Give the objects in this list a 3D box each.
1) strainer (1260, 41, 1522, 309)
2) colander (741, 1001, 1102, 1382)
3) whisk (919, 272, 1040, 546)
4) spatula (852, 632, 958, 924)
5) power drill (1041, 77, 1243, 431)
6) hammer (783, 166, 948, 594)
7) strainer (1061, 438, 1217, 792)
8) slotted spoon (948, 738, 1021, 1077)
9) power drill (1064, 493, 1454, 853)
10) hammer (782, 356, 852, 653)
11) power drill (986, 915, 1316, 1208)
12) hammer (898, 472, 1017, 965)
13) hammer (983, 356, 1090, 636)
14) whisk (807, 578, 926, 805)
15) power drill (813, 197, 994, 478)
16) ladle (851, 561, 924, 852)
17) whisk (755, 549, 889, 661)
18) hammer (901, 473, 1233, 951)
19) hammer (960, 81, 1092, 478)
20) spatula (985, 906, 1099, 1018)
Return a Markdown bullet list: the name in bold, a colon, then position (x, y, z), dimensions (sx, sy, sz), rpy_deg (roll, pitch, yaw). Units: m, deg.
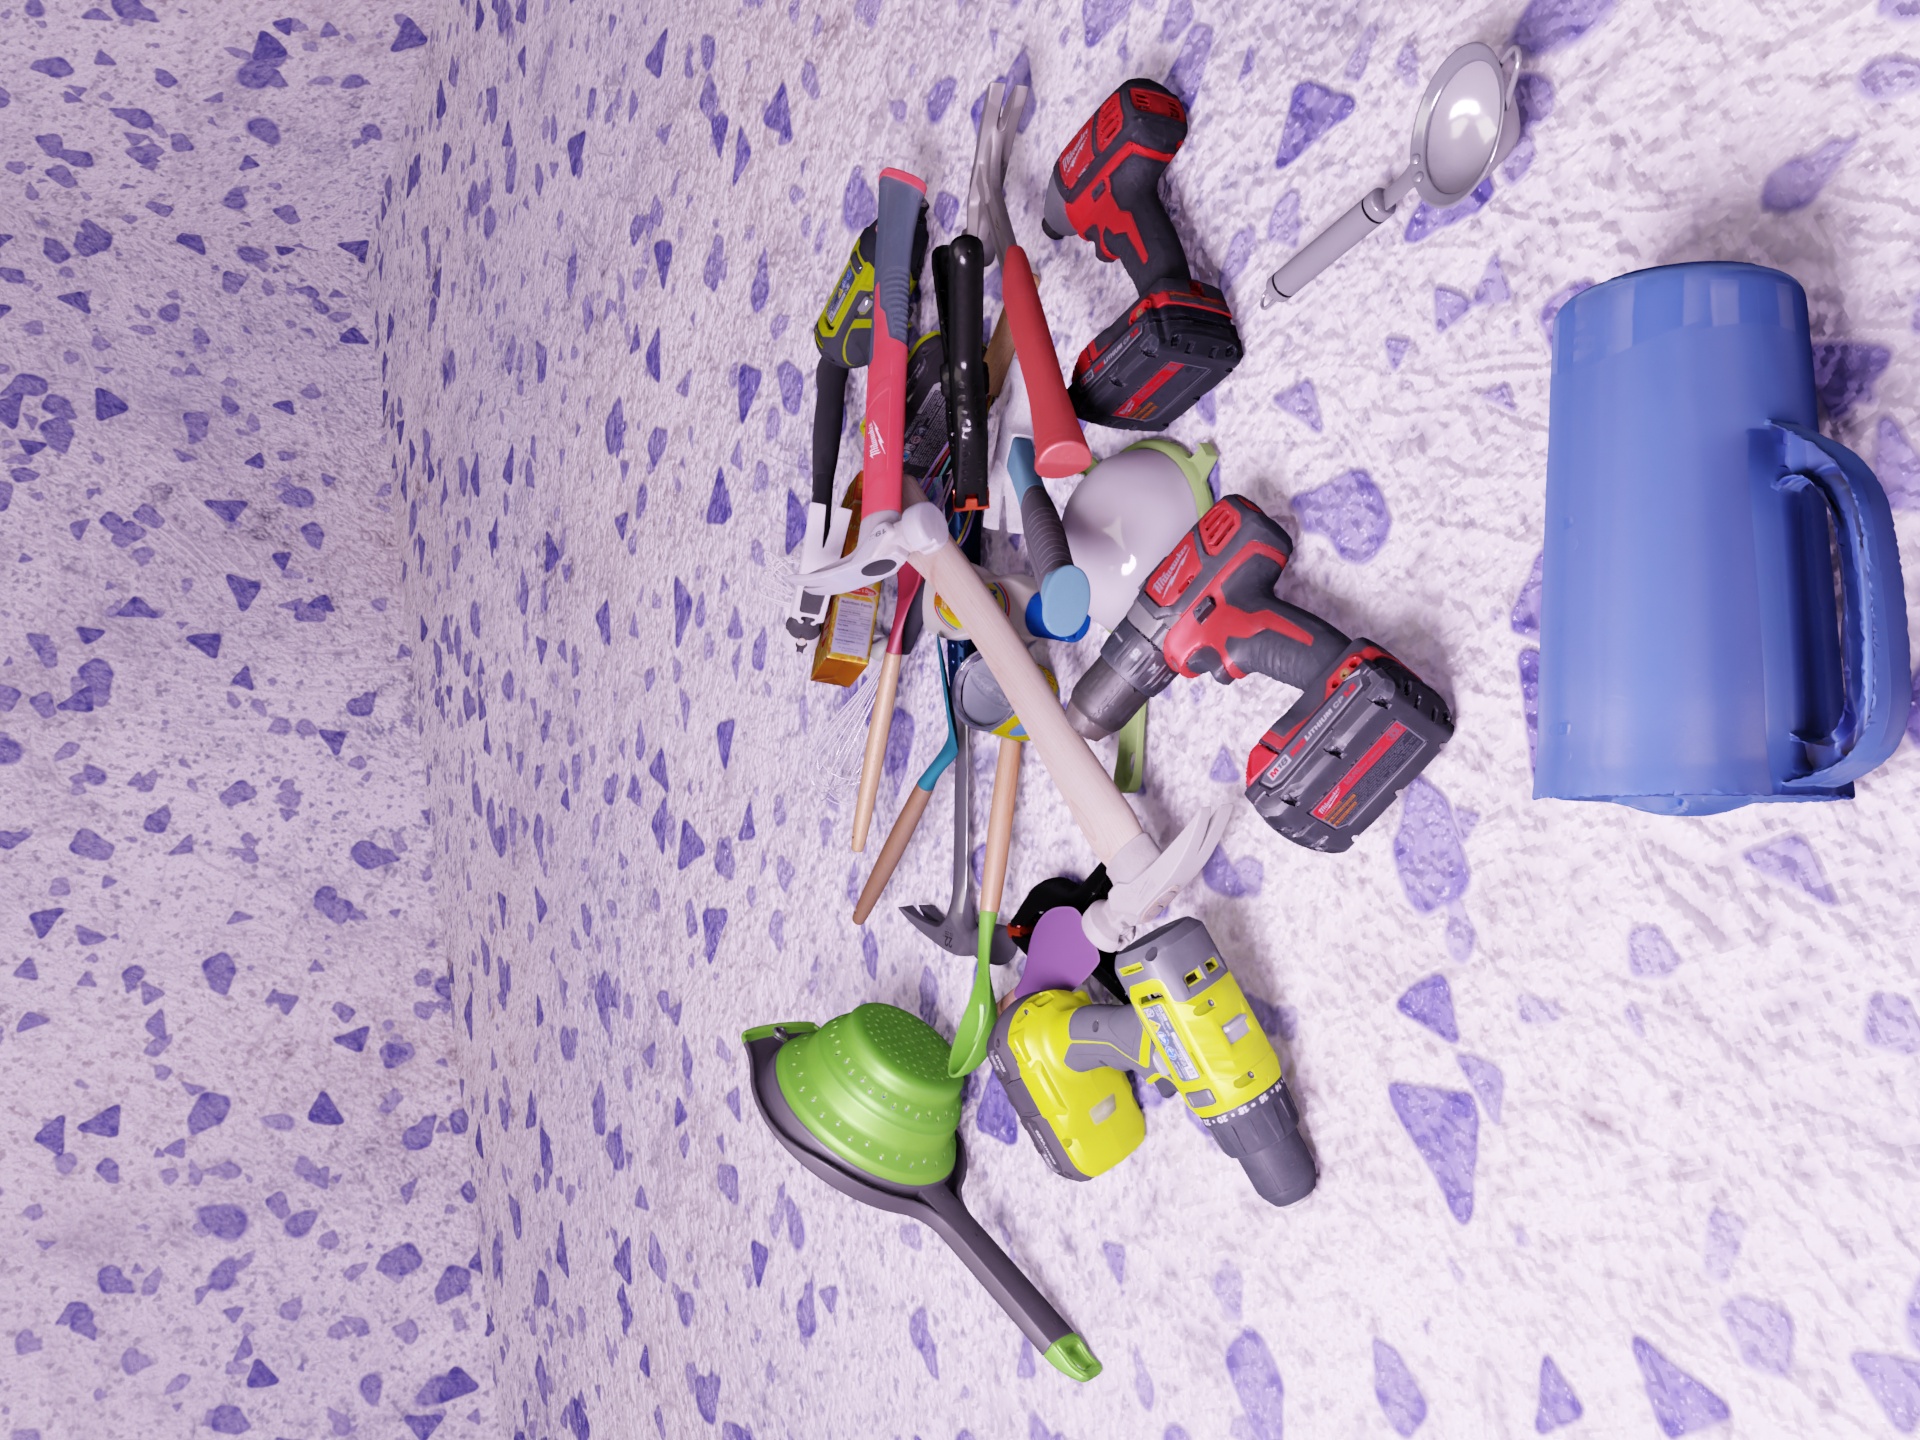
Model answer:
- **strainer**: position (0.252, -0.307, 0.932), dimensions (0.258, 0.050, 0.087), rpy_deg (149, 122, -61)
- **colander**: position (-0.011, 0.351, 1.285), dimensions (0.397, 0.204, 0.094), rpy_deg (42, 108, 28)
- **whisk**: position (0.009, -0.246, 1.288), dimensions (0.047, 0.051, 0.245), rpy_deg (29, 103, 38)
- **spatula**: position (-0.049, 0.069, 1.350), dimensions (0.082, 0.044, 0.317), rpy_deg (-99, 27, -46)
- **power drill**: position (0.115, -0.323, 1.122), dimensions (0.143, 0.078, 0.220), rpy_deg (-36, 58, 53)
- **hammer**: position (-0.070, -0.285, 1.288), dimensions (0.143, 0.038, 0.387), rpy_deg (-19, 58, 35)
- **strainer**: position (0.108, -0.075, 1.139), dimensions (0.151, 0.069, 0.256), rpy_deg (8, 96, 58)
- **slotted spoon**: position (0.027, 0.127, 1.267), dimensions (0.070, 0.031, 0.314), rpy_deg (154, 124, -74)
- **power drill**: position (0.170, -0.017, 0.985), dimensions (0.188, 0.080, 0.227), rpy_deg (-50, 43, 14)
- **hammer**: position (-0.123, -0.227, 1.435), dimensions (0.146, 0.035, 0.335), rpy_deg (111, 165, -46)
- **power drill**: position (0.130, 0.246, 1.081), dimensions (0.228, 0.080, 0.190), rpy_deg (-33, 85, 54)
- **hammer**: position (-0.002, -0.004, 1.350), dimensions (0.144, 0.035, 0.405), rpy_deg (3, 93, 58)
- **hammer**: position (0.055, -0.153, 1.146), dimensions (0.331, 0.033, 0.128), rpy_deg (-99, 19, -60)
- **whisk**: position (-0.069, -0.034, 1.447), dimensions (0.070, 0.070, 0.284), rpy_deg (57, 131, 41)
- **power drill**: position (-0.050, -0.336, 1.387), dimensions (0.171, 0.080, 0.223), rpy_deg (-54, 44, 37)
- **ladle**: position (-0.063, -0.034, 1.385), dimensions (0.069, 0.031, 0.315), rpy_deg (-141, 59, -64)
- **whisk**: position (-0.133, -0.111, 1.554), dimensions (0.247, 0.058, 0.059), rpy_deg (36, 155, 48)
- **hammer**: position (0.048, -0.038, 1.164), dimensions (0.411, 0.038, 0.146), rpy_deg (59, 133, 29)
- **hammer**: position (0.047, -0.310, 1.150), dimensions (0.149, 0.036, 0.359), rpy_deg (105, 162, -46)
- **spatula**: position (0.039, 0.224, 1.266), dimensions (0.060, 0.018, 0.315), rpy_deg (64, 149, 21)
